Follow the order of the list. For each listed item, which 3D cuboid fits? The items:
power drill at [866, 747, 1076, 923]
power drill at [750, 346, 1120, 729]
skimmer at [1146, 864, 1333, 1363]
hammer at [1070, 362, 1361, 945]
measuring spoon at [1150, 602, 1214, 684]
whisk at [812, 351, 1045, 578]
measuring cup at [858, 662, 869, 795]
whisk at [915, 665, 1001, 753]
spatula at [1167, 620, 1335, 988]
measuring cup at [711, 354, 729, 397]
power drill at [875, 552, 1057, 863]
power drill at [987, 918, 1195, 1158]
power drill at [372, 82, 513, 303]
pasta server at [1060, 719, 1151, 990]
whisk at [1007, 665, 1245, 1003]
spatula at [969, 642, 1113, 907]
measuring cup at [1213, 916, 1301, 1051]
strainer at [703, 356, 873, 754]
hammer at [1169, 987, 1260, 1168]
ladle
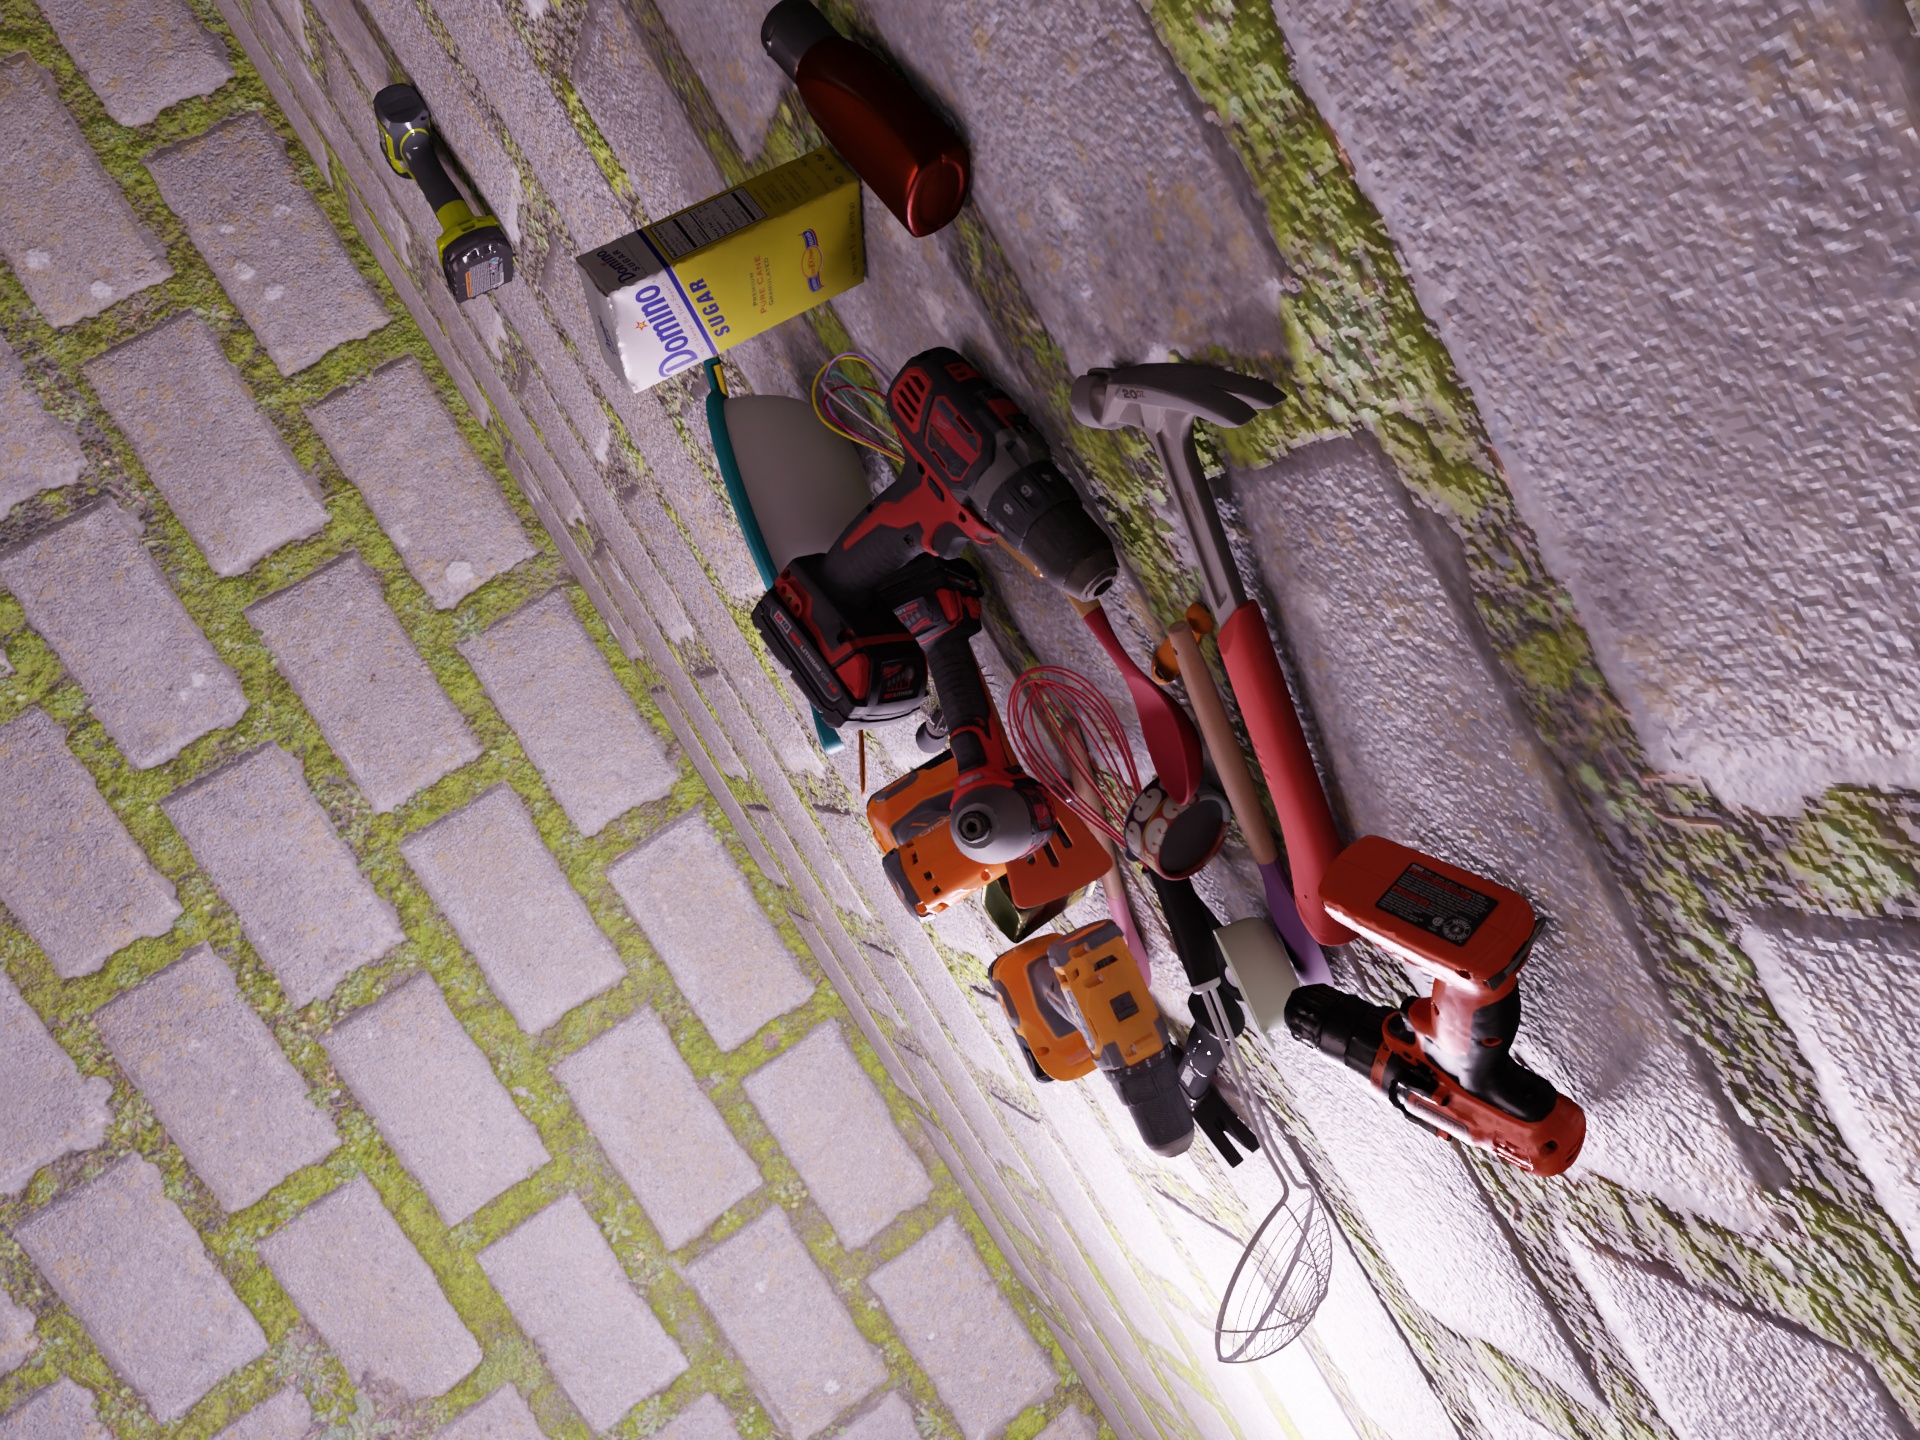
[{"bbox_3d":[0.006,0.082,1.329,0.084,0.164,0.226,60,176,-12],"label":"power drill"},{"bbox_3d":[-0.015,-0.092,0.992,0.188,0.080,0.226,51,123,20],"label":"power drill"},{"bbox_3d":[0.162,0.243,1.068,0.090,0.127,0.363,-24,81,35],"label":"skimmer"},{"bbox_3d":[0.163,-0.021,0.847,0.149,0.037,0.358,29,148,58],"label":"hammer"},{"bbox_3d":[0.128,-0.042,0.951,0.021,0.011,0.117,54,164,10],"label":"measuring spoon"},{"bbox_3d":[-0.021,-0.172,1.086,0.245,0.047,0.051,45,159,26],"label":"whisk"},{"bbox_3d":[-0.060,-0.012,1.345,0.095,0.052,0.174,101,169,-57],"label":"measuring cup"},{"bbox_3d":[-0.015,-0.003,1.368,0.070,0.070,0.284,55,169,5],"label":"whisk"},{"bbox_3d":[0.182,0.067,0.978,0.060,0.018,0.315,43,163,56],"label":"spatula"},{"bbox_3d":[-0.186,-0.298,1.283,0.062,0.029,0.156,41,144,54],"label":"measuring cup"},{"bbox_3d":[-0.002,-0.004,1.125,0.220,0.078,0.143,69,-165,6],"label":"power drill"},{"bbox_3d":[0.109,0.256,1.290,0.185,0.084,0.226,65,164,2],"label":"power drill"},{"bbox_3d":[-0.629,-0.629,1.920,0.223,0.080,0.171,61,163,0],"label":"power drill"},{"bbox_3d":[0.111,0.123,1.269,0.060,0.040,0.315,53,166,49],"label":"pasta server"},{"bbox_3d":[0.127,0.085,1.118,0.295,0.073,0.073,55,165,-13],"label":"whisk"},{"bbox_3d":[0.017,-0.018,1.210,0.041,0.081,0.322,131,116,-87],"label":"spatula"},{"bbox_3d":[0.216,0.191,1.099,0.167,0.038,0.083,58,-172,-54],"label":"measuring cup"},{"bbox_3d":[-0.099,-0.121,1.198,0.210,0.095,0.341,67,-177,-53],"label":"strainer"},{"bbox_3d":[0.194,0.269,1.256,0.146,0.035,0.334,51,169,19],"label":"hammer"},{"bbox_3d":[0.068,-0.089,0.999,0.315,0.031,0.069,58,166,8],"label":"ladle"}]
